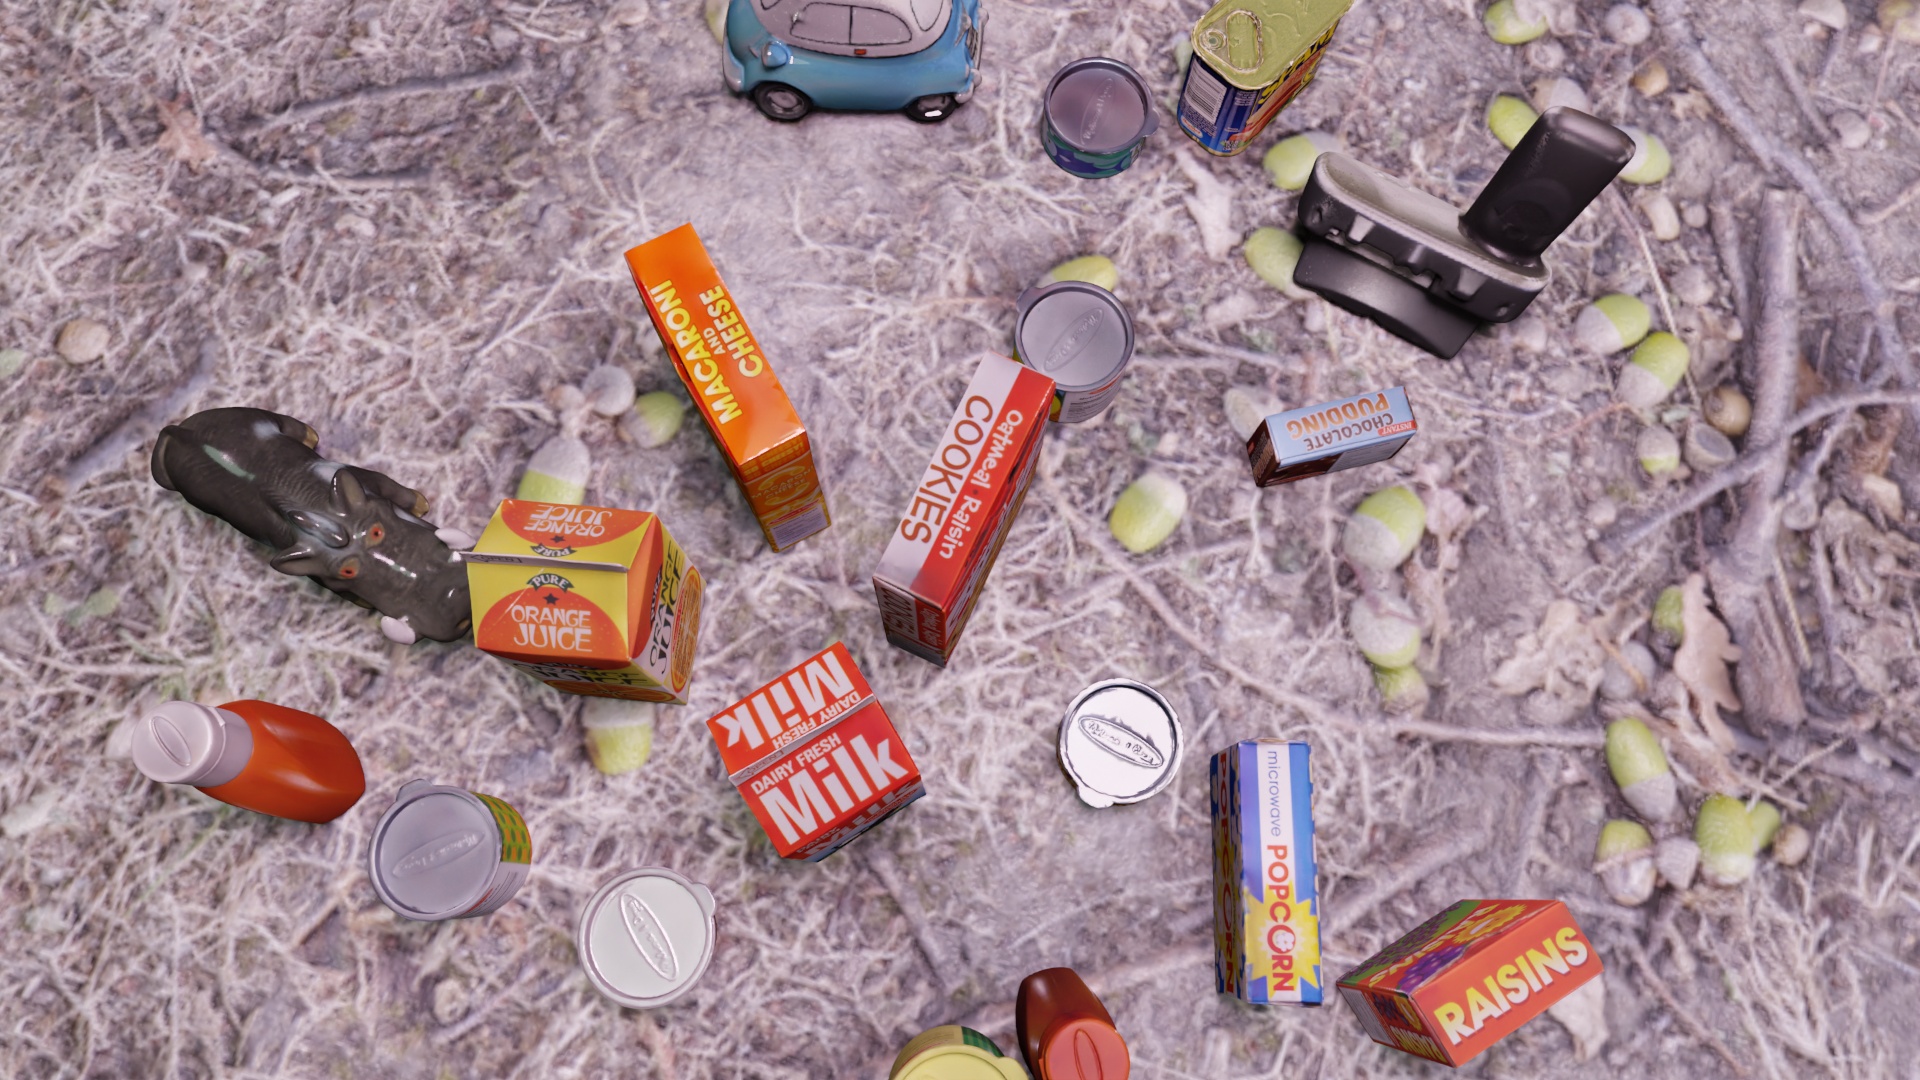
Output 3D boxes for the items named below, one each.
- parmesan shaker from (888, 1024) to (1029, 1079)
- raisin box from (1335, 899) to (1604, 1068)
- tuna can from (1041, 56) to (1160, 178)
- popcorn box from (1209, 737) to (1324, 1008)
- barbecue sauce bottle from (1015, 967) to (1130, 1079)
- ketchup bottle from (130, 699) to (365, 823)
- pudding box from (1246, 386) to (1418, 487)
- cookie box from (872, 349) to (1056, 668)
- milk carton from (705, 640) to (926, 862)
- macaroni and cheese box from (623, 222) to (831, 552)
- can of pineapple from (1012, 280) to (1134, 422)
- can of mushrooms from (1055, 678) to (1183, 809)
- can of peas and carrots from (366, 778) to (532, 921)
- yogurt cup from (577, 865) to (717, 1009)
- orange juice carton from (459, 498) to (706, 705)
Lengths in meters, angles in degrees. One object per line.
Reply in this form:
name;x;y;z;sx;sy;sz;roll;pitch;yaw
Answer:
parmesan shaker;-0.001;0.270;0.667;0.071;0.103;0.071;0;76;-1
raisin box;0.243;0.211;0.677;0.086;0.123;0.040;-29;78;-8
tuna can;0.085;-0.255;0.844;0.071;0.032;0.071;0;75;-1
popcorn box;0.154;0.168;0.706;0.038;0.085;0.127;1;75;-1
barbecue sauce bottle;0.052;0.238;0.654;0.044;0.148;0.065;-13;76;-4
ketchup bottle;-0.347;0.105;0.682;0.043;0.148;0.065;-41;80;-10
pudding box;0.209;-0.058;0.785;0.084;0.049;0.030;-13;76;-4
cookie box;0.003;-0.009;0.708;0.040;0.167;0.123;24;77;5
milk carton;-0.066;0.104;0.665;0.072;0.190;0.073;-31;78;-8
macaroni and cheese box;-0.117;-0.072;0.723;0.040;0.166;0.124;-28;78;-7
can of pineapple;0.062;-0.108;0.792;0.071;0.057;0.071;0;75;-1
can of mushrooms;0.083;0.111;0.747;0.071;0.033;0.071;0;75;-1
can of peas and carrots;-0.262;0.159;0.715;0.071;0.058;0.071;0;75;-1
yogurt cup;-0.155;0.201;0.708;0.072;0.054;0.072;0;75;-1
orange juice carton;-0.180;0.031;0.682;0.072;0.192;0.073;6;76;1
